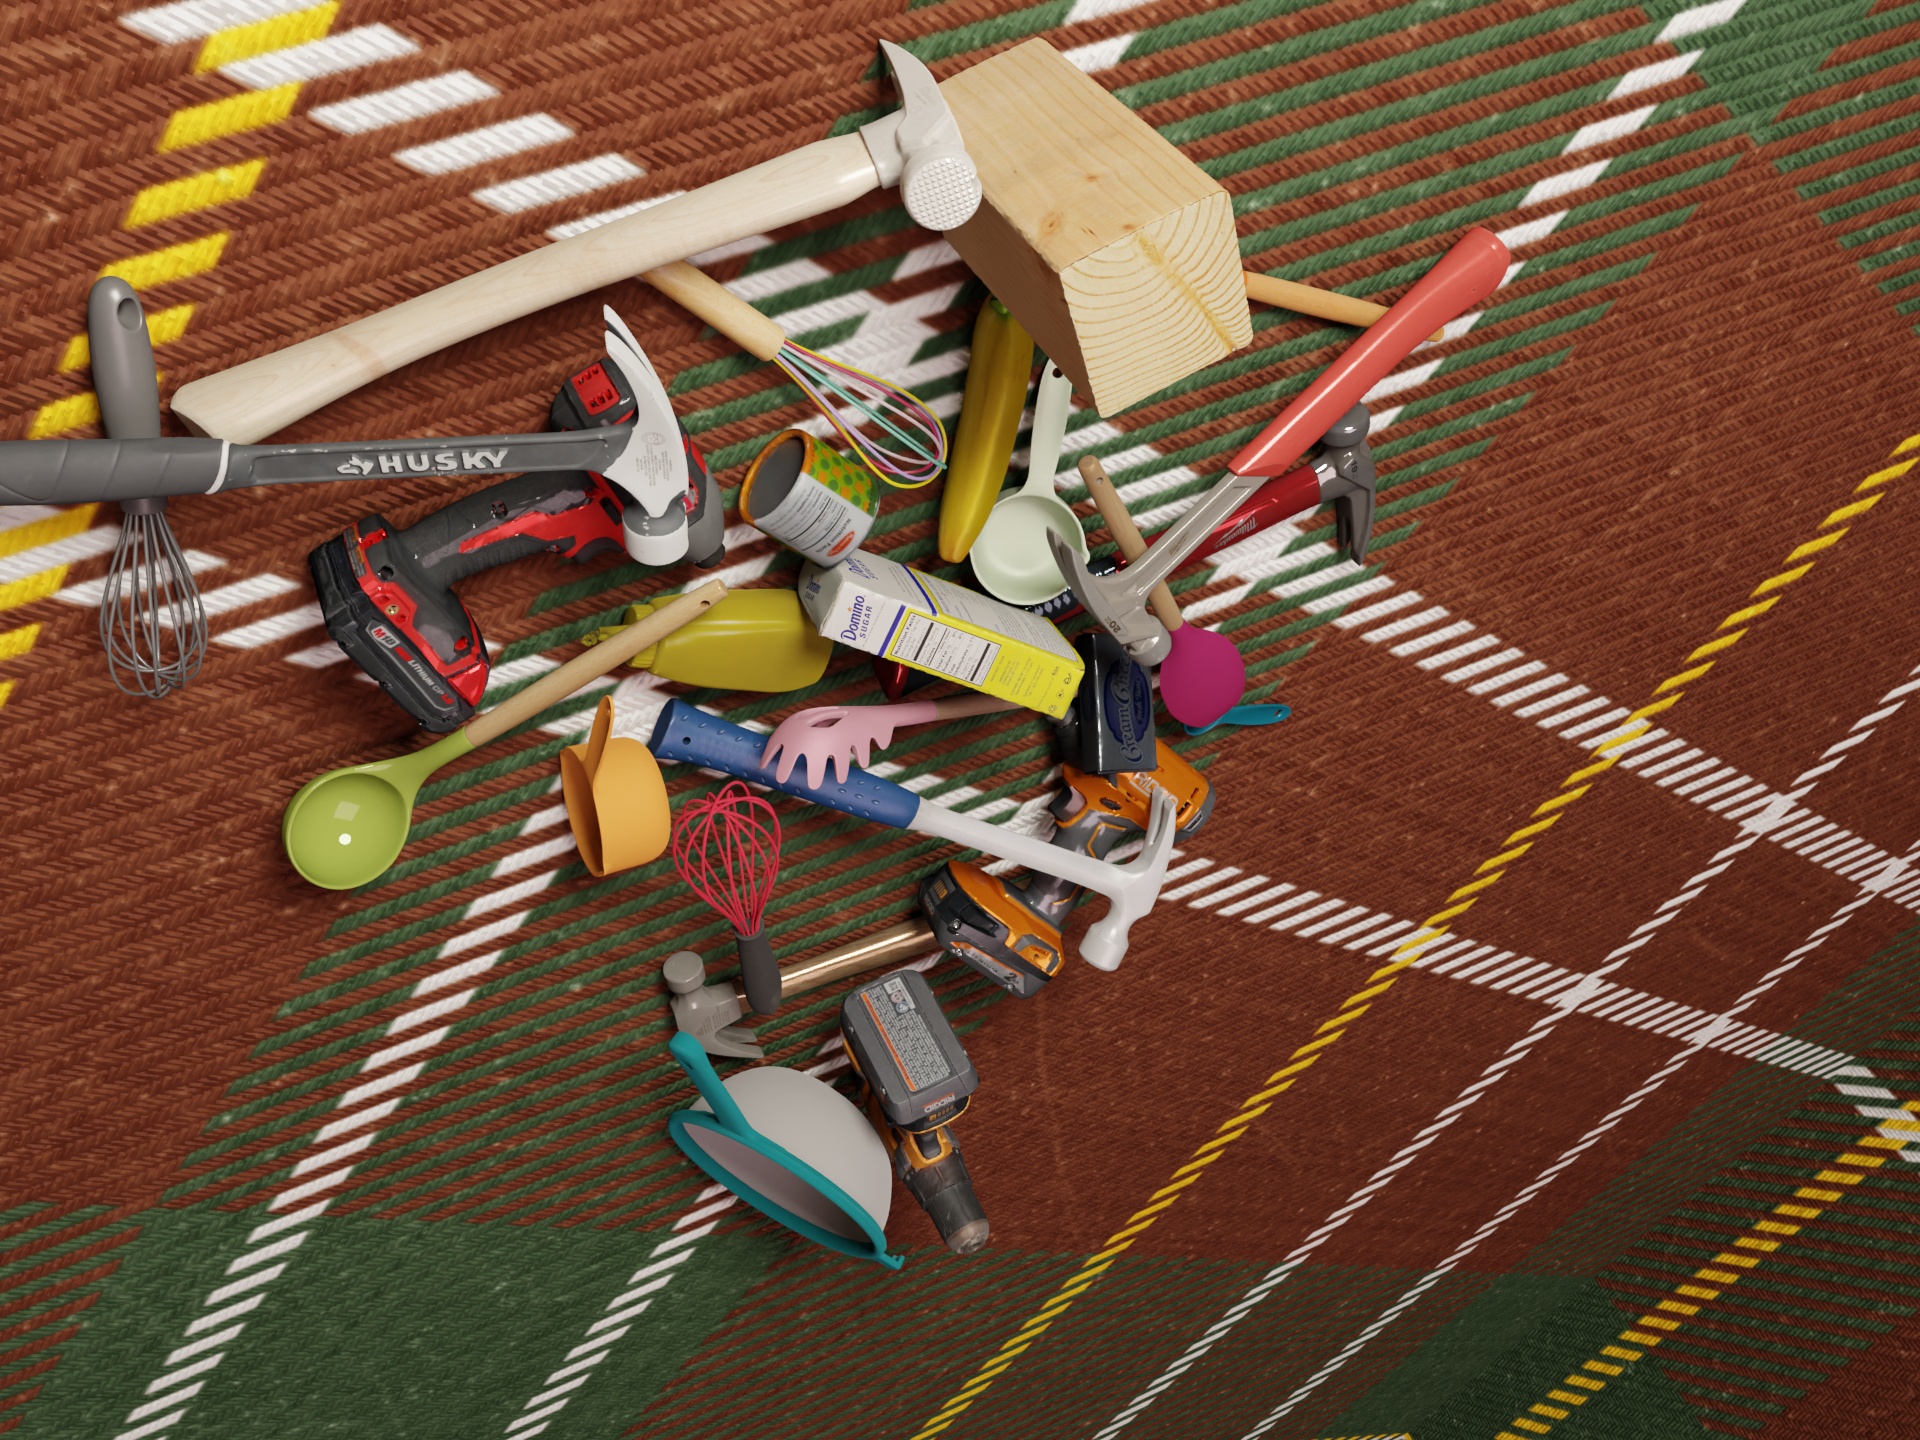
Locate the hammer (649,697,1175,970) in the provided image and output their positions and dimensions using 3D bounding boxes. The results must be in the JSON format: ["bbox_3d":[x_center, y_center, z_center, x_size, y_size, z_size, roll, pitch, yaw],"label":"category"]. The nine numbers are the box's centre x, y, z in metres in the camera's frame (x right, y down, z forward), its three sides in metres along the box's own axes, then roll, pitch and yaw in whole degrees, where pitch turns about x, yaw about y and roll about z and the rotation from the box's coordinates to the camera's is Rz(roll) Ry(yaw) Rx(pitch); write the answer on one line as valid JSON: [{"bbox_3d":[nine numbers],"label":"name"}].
[{"bbox_3d":[-0.023,0.063,1.136,0.405,0.035,0.144,21,103,-24],"label":"hammer"}]

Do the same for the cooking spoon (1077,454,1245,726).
[{"bbox_3d":[0.142,-0.083,1.120,0.069,0.017,0.318,-36,140,2],"label":"cooking spoon"}]

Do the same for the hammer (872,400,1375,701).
[{"bbox_3d":[0.121,-0.097,1.137,0.386,0.038,0.143,-25,139,-6],"label":"hammer"}]

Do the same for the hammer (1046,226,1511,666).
[{"bbox_3d":[0.215,-0.194,1.041,0.359,0.037,0.149,-44,140,1],"label":"hammer"}]

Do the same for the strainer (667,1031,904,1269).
[{"bbox_3d":[-0.149,0.316,1.295,0.095,0.211,0.340,-56,147,-30],"label":"strainer"}]

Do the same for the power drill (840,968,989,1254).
[{"bbox_3d":[-0.031,0.331,1.323,0.084,0.186,0.226,-22,147,-16],"label":"power drill"}]

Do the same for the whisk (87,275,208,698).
[{"bbox_3d":[-0.422,-0.111,0.814,0.055,0.055,0.238,-6,128,-25],"label":"whisk"}]

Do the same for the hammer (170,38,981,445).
[{"bbox_3d":[-0.198,-0.230,0.798,0.410,0.146,0.038,-20,137,3],"label":"hammer"}]

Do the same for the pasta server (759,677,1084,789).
[{"bbox_3d":[-0.002,-0.004,1.114,0.316,0.060,0.040,-10,120,-41],"label":"pasta server"}]

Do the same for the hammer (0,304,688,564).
[{"bbox_3d":[-0.339,-0.126,0.767,0.409,0.036,0.149,-4,143,-11],"label":"hammer"}]

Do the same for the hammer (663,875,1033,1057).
[{"bbox_3d":[-0.074,0.192,1.304,0.331,0.031,0.129,-17,136,-15],"label":"hammer"}]

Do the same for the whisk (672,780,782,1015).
[{"bbox_3d":[-0.154,0.137,1.131,0.073,0.073,0.295,-19,146,-12],"label":"whisk"}]

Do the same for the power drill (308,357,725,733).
[{"bbox_3d":[-0.242,-0.096,0.909,0.219,0.079,0.143,-33,138,-2],"label":"power drill"}]

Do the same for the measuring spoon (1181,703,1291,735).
[{"bbox_3d":[0.223,-0.010,1.296,0.128,0.021,0.042,0,129,-41],"label":"measuring spoon"}]

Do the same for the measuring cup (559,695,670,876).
[{"bbox_3d":[-0.213,0.031,1.014,0.052,0.095,0.173,-12,152,-28],"label":"measuring cup"}]

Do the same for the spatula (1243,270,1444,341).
[{"bbox_3d":[0.201,-0.271,1.015,0.322,0.041,0.081,3,123,-33],"label":"spatula"}]

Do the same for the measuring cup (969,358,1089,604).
[{"bbox_3d":[0.050,-0.160,1.042,0.083,0.038,0.167,7,110,-7],"label":"measuring cup"}]

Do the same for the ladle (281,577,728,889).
[{"bbox_3d":[-0.275,0.005,0.965,0.320,0.062,0.078,-29,134,10],"label":"ladle"}]

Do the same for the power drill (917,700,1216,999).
[{"bbox_3d":[0.072,0.092,1.242,0.164,0.084,0.226,38,99,-29],"label":"power drill"}]

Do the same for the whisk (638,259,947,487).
[{"bbox_3d":[-0.093,-0.201,0.915,0.047,0.051,0.244,-44,133,20],"label":"whisk"}]
